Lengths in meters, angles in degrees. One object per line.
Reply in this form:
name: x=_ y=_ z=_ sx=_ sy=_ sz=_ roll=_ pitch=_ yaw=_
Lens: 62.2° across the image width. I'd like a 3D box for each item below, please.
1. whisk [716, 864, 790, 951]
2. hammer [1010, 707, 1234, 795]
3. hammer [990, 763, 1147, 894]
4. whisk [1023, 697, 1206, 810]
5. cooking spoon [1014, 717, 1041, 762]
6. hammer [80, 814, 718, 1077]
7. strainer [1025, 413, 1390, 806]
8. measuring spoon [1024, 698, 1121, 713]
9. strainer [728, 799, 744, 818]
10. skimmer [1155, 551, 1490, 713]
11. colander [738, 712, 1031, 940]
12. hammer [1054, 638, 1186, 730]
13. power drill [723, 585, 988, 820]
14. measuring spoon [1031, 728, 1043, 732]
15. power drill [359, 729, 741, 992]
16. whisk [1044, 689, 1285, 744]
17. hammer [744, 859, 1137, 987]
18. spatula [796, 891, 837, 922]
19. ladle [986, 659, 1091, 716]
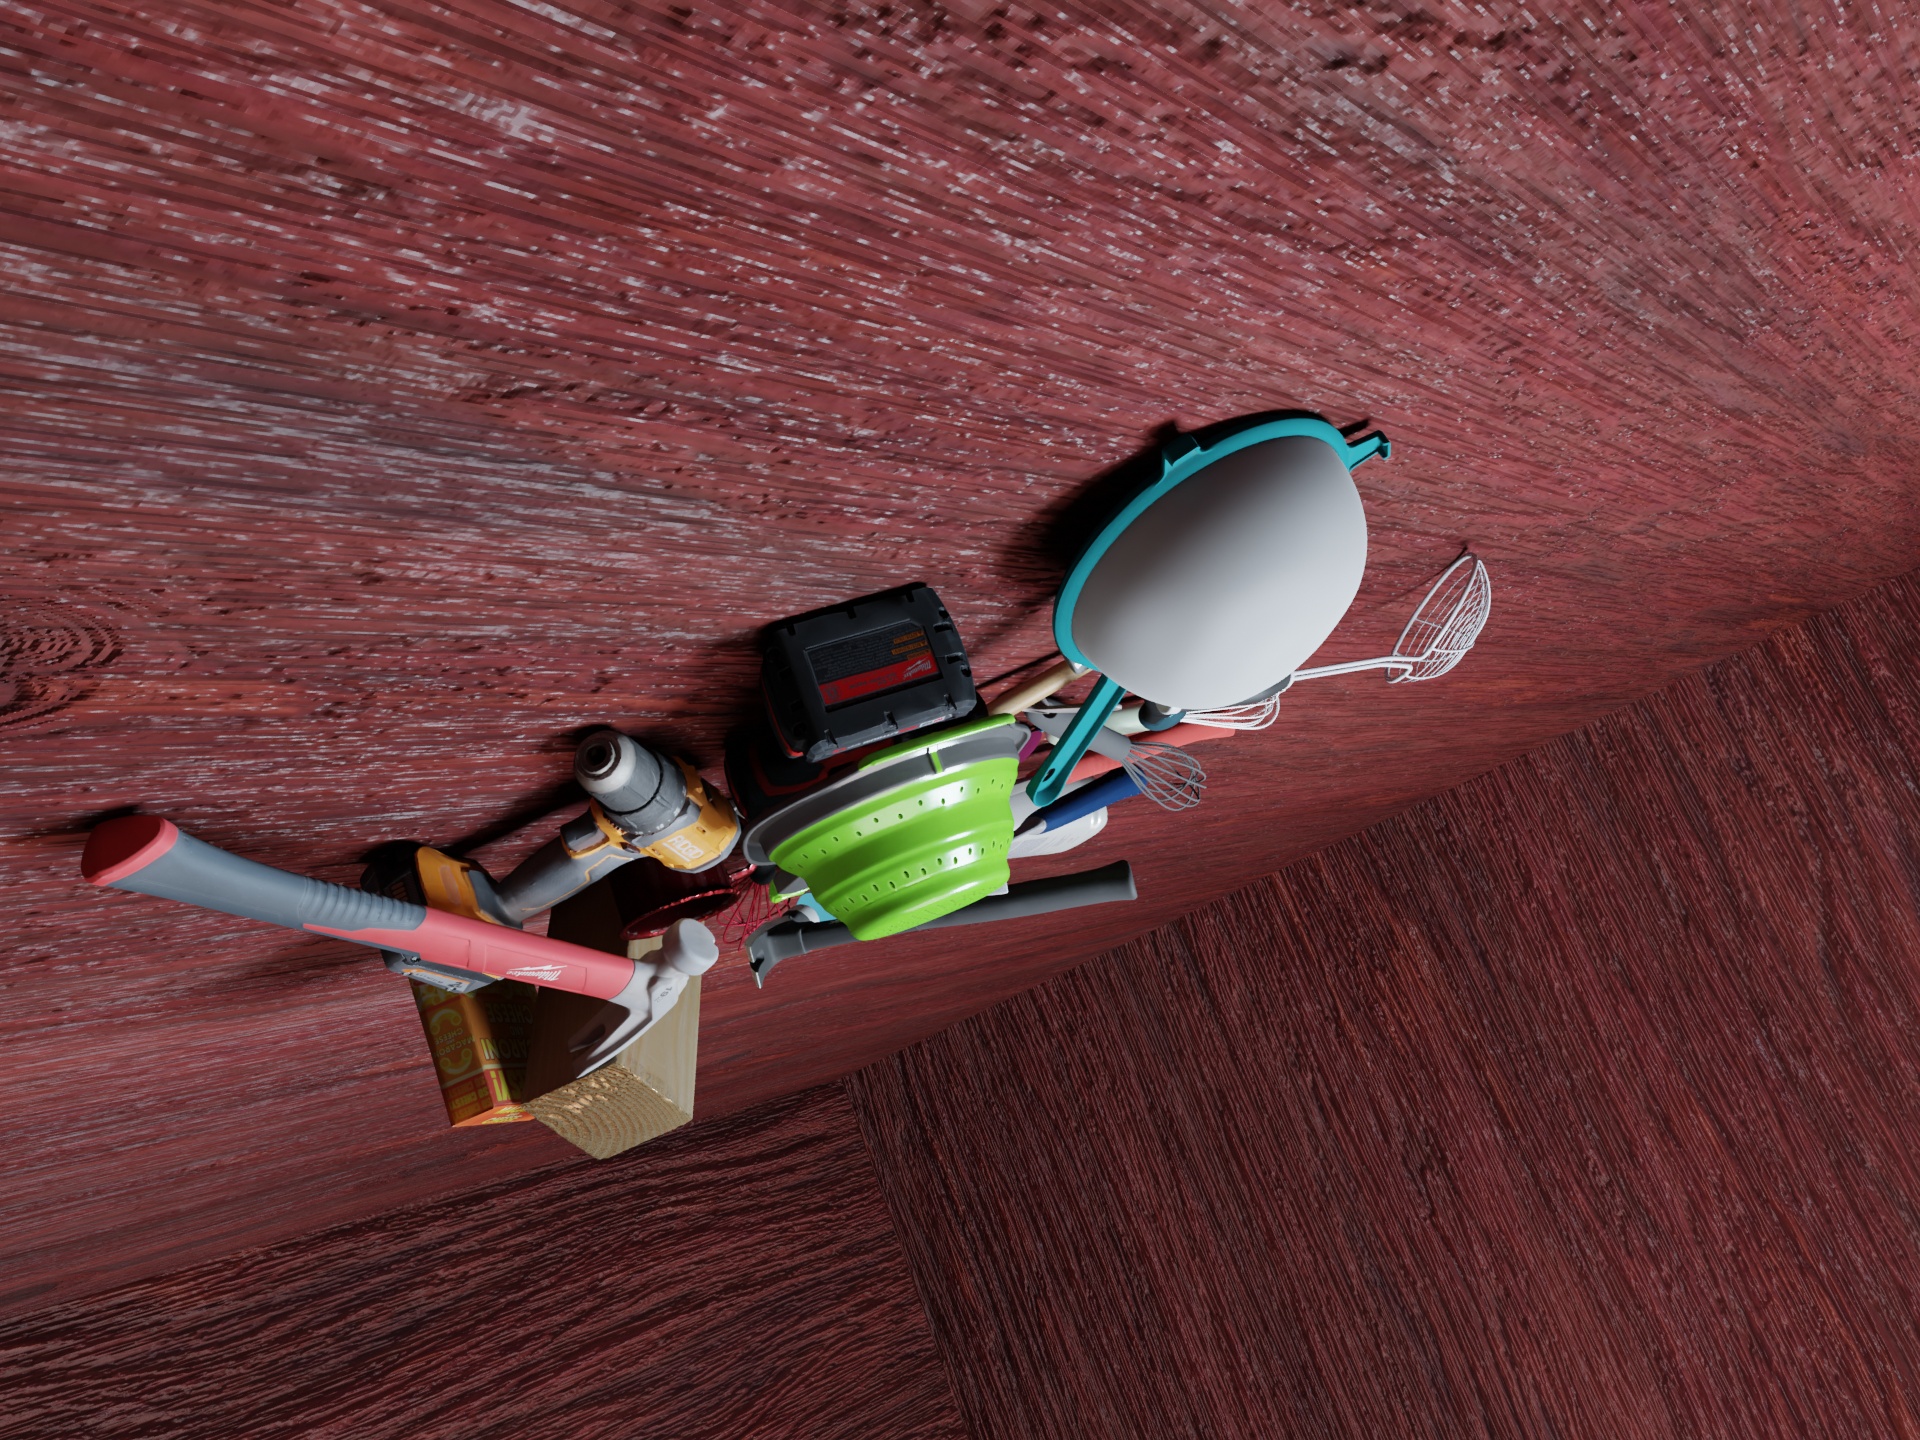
whisk: x=-0.176 y=0.141 z=1.401 sx=0.073 sy=0.073 sz=0.295 roll=-17 pitch=158 yaw=-18
hammer: x=0.103 y=0.042 z=1.443 sx=0.359 sy=0.037 sz=0.149 roll=-17 pitch=-178 yaw=-31
hammer: x=0.064 y=0.094 z=1.383 sx=0.144 sy=0.035 sz=0.405 roll=-13 pitch=-176 yaw=34
whisk: x=0.132 y=0.026 z=1.338 sx=0.055 sy=0.055 sz=0.238 roll=-31 pitch=142 yaw=32
cooking spoon: x=0.038 y=0.021 z=1.237 sx=0.069 sy=0.017 sz=0.319 roll=-30 pitch=174 yaw=-1
hammer: x=-0.332 y=0.136 z=0.954 sx=0.143 sy=0.038 sz=0.386 roll=-42 pitch=139 yaw=20
strainer: x=0.140 y=-0.032 z=0.991 sx=0.211 sy=0.095 sz=0.340 roll=-9 pitch=144 yaw=-39
measuring spoon: x=0.079 y=-0.016 z=1.197 sx=0.034 sy=0.018 sz=0.124 roll=10 pitch=174 yaw=-35
strainer: x=-0.221 y=0.121 z=1.300 sx=0.087 sy=0.050 sz=0.258 roll=-30 pitch=170 yaw=-39
skimmer: x=0.288 y=-0.065 z=1.270 sx=0.363 sy=0.090 sz=0.127 roll=-10 pitch=150 yaw=-31
colander: x=-0.061 y=0.109 z=1.110 sx=0.204 sy=0.094 sz=0.397 roll=-17 pitch=168 yaw=-25
hammer: x=0.146 y=-0.042 z=1.185 sx=0.128 sy=0.033 sz=0.330 roll=-31 pitch=165 yaw=1
power drill: x=-0.053 y=-0.005 z=1.026 sx=0.188 sy=0.080 sz=0.226 roll=-17 pitch=167 yaw=-17
measuring spoon: x=0.017 y=0.027 z=1.355 sx=0.128 sy=0.021 sz=0.042 roll=-28 pitch=174 yaw=-13
power drill: x=-0.271 y=0.086 z=1.036 sx=0.226 sy=0.084 sz=0.185 roll=-26 pitch=158 yaw=1
whisk: x=0.182 y=-0.007 z=1.399 sx=0.246 sy=0.058 sz=0.059 roll=-9 pitch=173 yaw=-25
hammer: x=-0.019 y=0.159 z=1.292 sx=0.335 sy=0.035 sz=0.146 roll=-12 pitch=-175 yaw=18
spatula: x=-0.039 y=0.143 z=1.551 sx=0.317 sy=0.044 sz=0.082 roll=-28 pitch=149 yaw=-43
ladle: x=-0.002 y=-0.004 z=1.186 sx=0.320 sy=0.062 sz=0.078 roll=-30 pitch=166 yaw=3
